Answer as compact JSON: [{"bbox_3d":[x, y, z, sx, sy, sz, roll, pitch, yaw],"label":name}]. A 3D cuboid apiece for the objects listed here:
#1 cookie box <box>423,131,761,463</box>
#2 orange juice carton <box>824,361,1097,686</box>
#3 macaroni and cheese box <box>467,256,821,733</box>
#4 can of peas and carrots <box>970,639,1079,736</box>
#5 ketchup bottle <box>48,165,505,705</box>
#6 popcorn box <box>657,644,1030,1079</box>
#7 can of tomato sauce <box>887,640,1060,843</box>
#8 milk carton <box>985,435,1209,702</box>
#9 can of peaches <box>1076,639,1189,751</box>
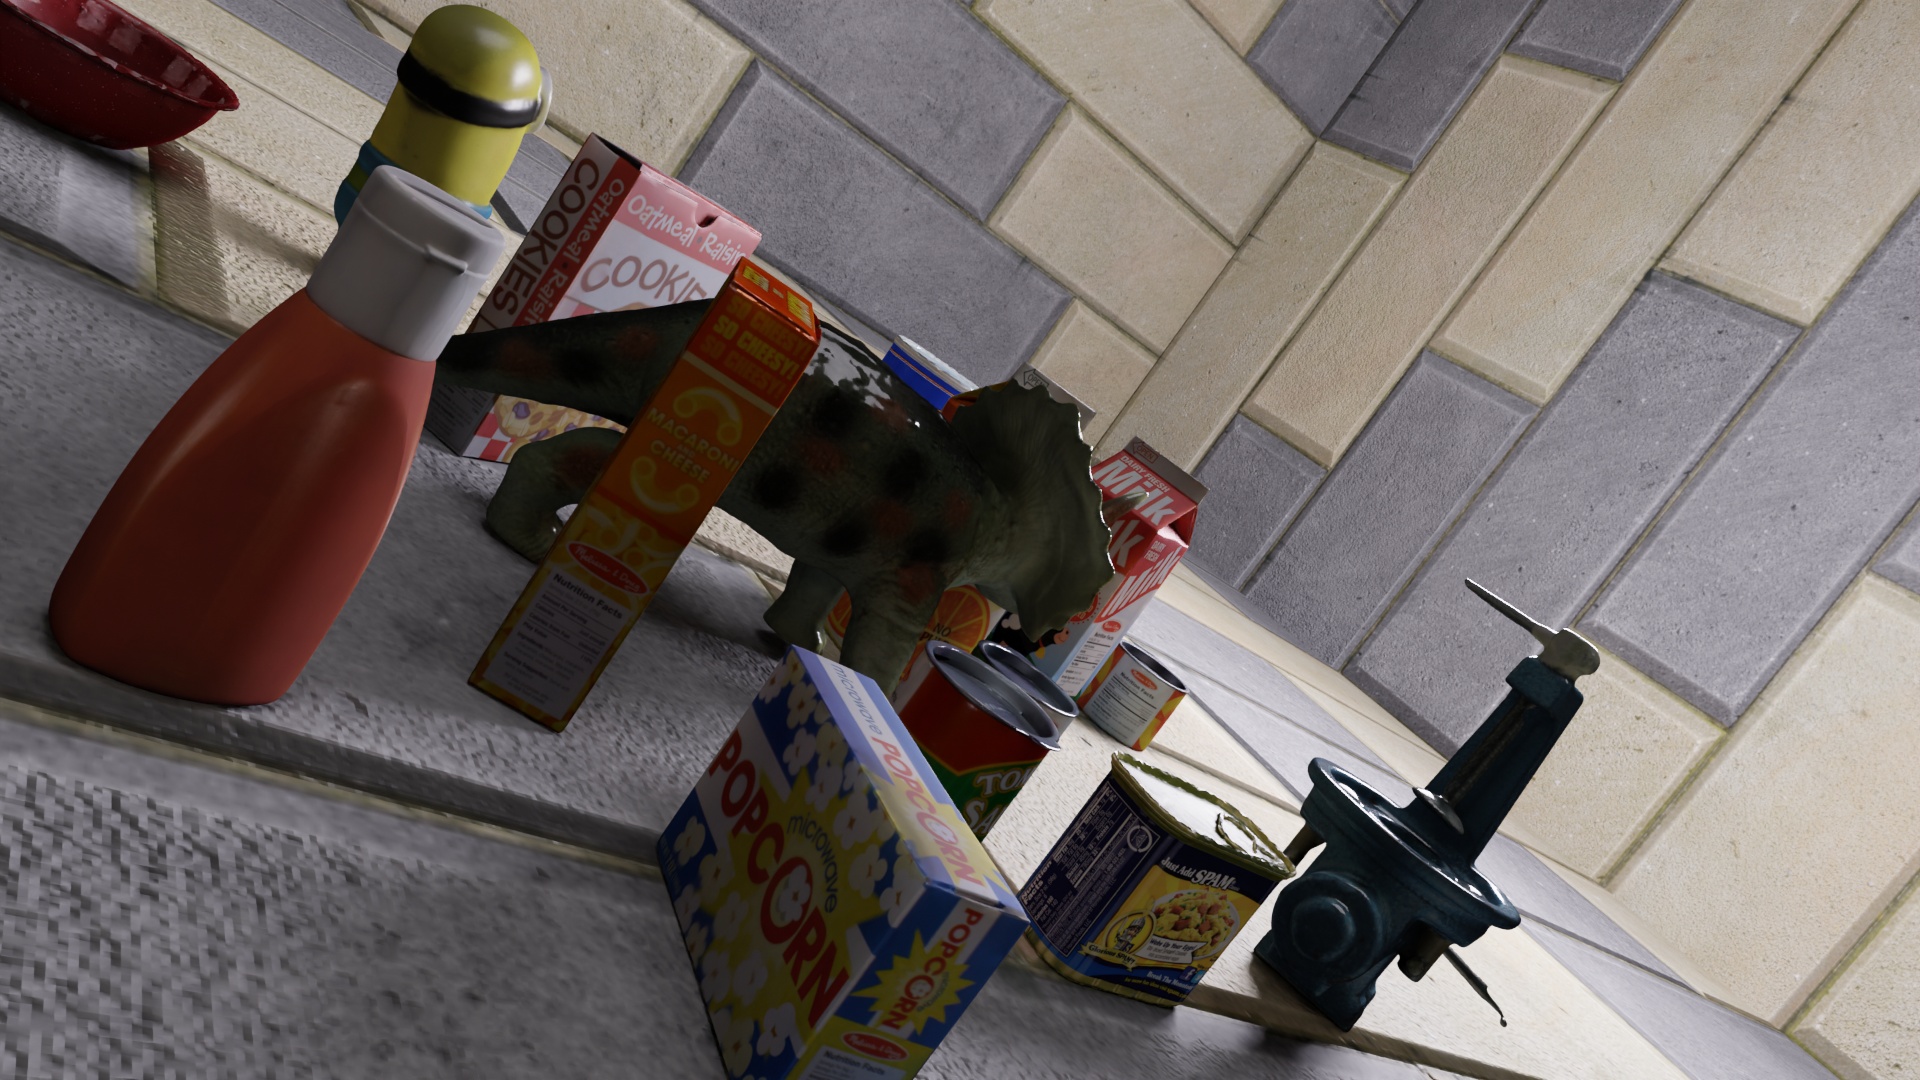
[{"bbox_3d":[-0.187,-0.114,0.721,0.040,0.167,0.123,38,9,17],"label":"cookie box"},{"bbox_3d":[0.003,-0.010,0.802,0.072,0.192,0.073,28,11,-41],"label":"orange juice carton"},{"bbox_3d":[-0.114,-0.024,0.526,0.040,0.166,0.124,33,9,-14],"label":"macaroni and cheese box"},{"bbox_3d":[0.020,0.095,0.748,0.071,0.058,0.071,35,9,-6],"label":"can of peas and carrots"},{"bbox_3d":[-0.175,-0.027,0.369,0.064,0.148,0.043,27,12,-47],"label":"ketchup bottle"},{"bbox_3d":[-0.041,0.099,0.410,0.038,0.085,0.127,30,10,-33],"label":"popcorn box"},{"bbox_3d":[-0.009,0.094,0.565,0.071,0.083,0.071,35,8,-6],"label":"can of tomato sauce"},{"bbox_3d":[0.091,0.023,0.967,0.072,0.190,0.073,40,9,26],"label":"milk carton"},{"bbox_3d":[0.130,0.117,1.049,0.071,0.058,0.071,35,9,-6],"label":"can of peaches"}]
